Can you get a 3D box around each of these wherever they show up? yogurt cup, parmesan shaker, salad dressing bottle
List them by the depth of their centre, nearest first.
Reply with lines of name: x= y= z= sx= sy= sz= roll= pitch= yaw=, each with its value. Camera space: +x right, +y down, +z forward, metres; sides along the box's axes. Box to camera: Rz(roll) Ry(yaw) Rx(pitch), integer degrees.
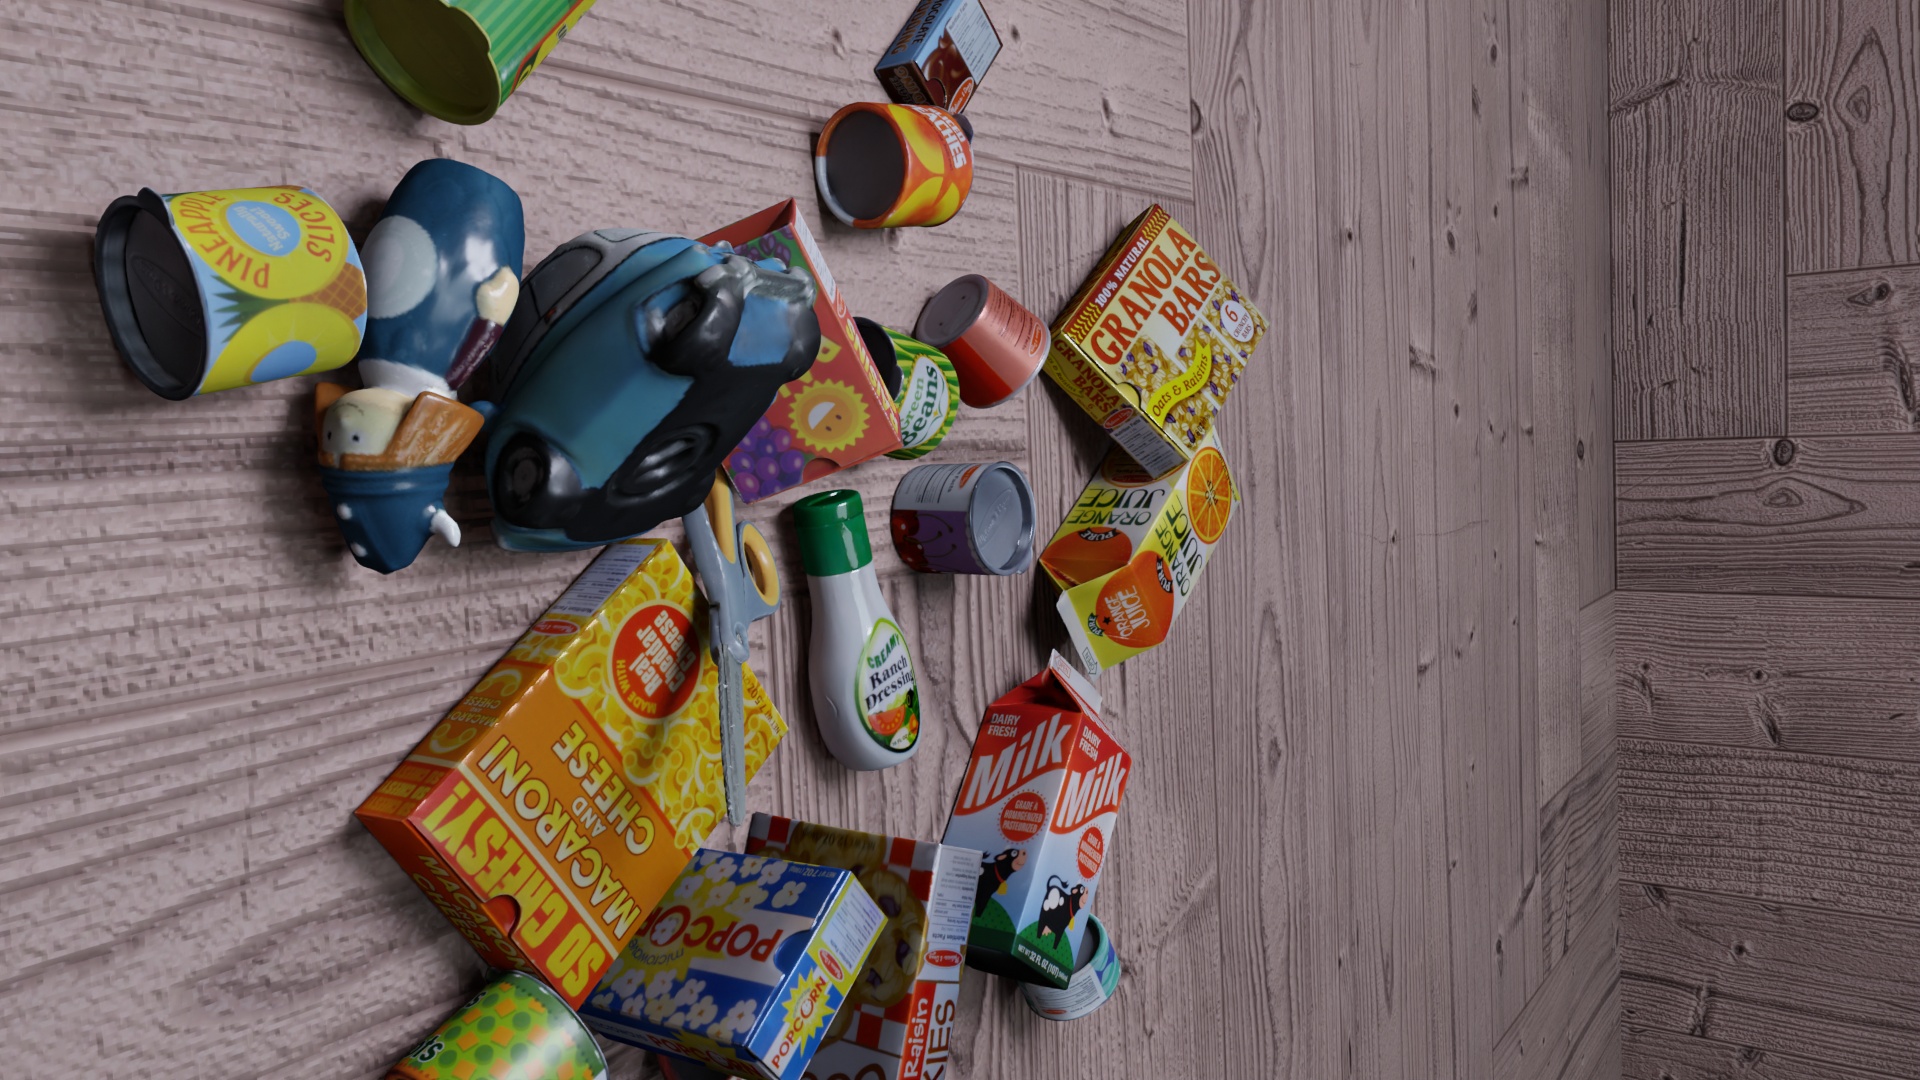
parmesan shaker: x=-0.181 y=-0.223 z=0.548 sx=0.071 sy=0.071 sz=0.103 roll=55 pitch=49 yaw=-38
salad dressing bottle: x=-0.057 y=0.048 z=0.740 sx=0.064 sy=0.044 sz=0.147 roll=-30 pitch=113 yaw=-51
yogurt cup: x=0.011 y=-0.119 z=0.816 sx=0.054 sy=0.072 sz=0.073 roll=40 pitch=59 yaw=-37

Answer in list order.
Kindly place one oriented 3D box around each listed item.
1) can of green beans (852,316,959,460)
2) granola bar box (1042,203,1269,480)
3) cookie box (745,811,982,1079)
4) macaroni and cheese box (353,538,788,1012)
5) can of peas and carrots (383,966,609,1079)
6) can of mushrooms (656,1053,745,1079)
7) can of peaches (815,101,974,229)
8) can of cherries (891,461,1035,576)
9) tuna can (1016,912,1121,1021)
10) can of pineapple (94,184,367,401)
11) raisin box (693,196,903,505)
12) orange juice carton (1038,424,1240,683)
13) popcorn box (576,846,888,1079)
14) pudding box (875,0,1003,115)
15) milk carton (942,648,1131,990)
can of green beans: x=-0.043 y=-0.080 z=0.740 sx=0.058 sy=0.071 sz=0.071 roll=15 pitch=79 yaw=-53
granola bar box: x=0.136 y=-0.141 z=0.962 sx=0.124 sy=0.039 sz=0.166 roll=43 pitch=52 yaw=-11
cookie box: x=-0.061 y=0.224 z=0.670 sx=0.040 sy=0.123 sz=0.168 roll=26 pitch=70 yaw=-50
macaroni and cheese box: x=-0.159 y=0.098 z=0.607 sx=0.167 sy=0.040 sz=0.123 roll=-54 pitch=130 yaw=-38
can of peas and carrots: x=-0.186 y=0.214 z=0.553 sx=0.059 sy=0.071 sz=0.070 roll=-40 pitch=121 yaw=-45
can of mushrooms: x=-0.110 y=0.231 z=0.652 sx=0.033 sy=0.071 sz=0.071 roll=31 pitch=66 yaw=-49
can of peaches: x=-0.034 y=-0.203 z=0.748 sx=0.058 sy=0.071 sz=0.071 roll=-18 pitch=105 yaw=-51
can of cherries: x=0.003 y=-0.010 z=0.809 sx=0.071 sy=0.058 sz=0.071 roll=1 pitch=89 yaw=-54
tuna can: x=0.067 y=0.270 z=0.893 sx=0.071 sy=0.071 sz=0.032 roll=-49 pitch=127 yaw=-41
can of pineapple: x=-0.244 y=-0.086 z=0.467 sx=0.058 sy=0.071 sz=0.071 roll=-26 pitch=111 yaw=-51
raisin box: x=-0.090 y=-0.087 z=0.657 sx=0.040 sy=0.086 sz=0.123 roll=-99 pitch=166 yaw=-58
orange juice carton: x=0.118 y=0.005 z=0.952 sx=0.194 sy=0.073 sz=0.071 roll=-54 pitch=131 yaw=-37
popcorn box: x=-0.105 y=0.182 z=0.608 sx=0.038 sy=0.126 sz=0.085 roll=58 pitch=47 yaw=-30
pudding box: x=-0.011 y=-0.283 z=0.812 sx=0.049 sy=0.030 sz=0.084 roll=54 pitch=50 yaw=-40
milk carton: x=0.047 y=0.167 z=0.857 sx=0.072 sy=0.073 sz=0.191 roll=47 pitch=54 yaw=-43
